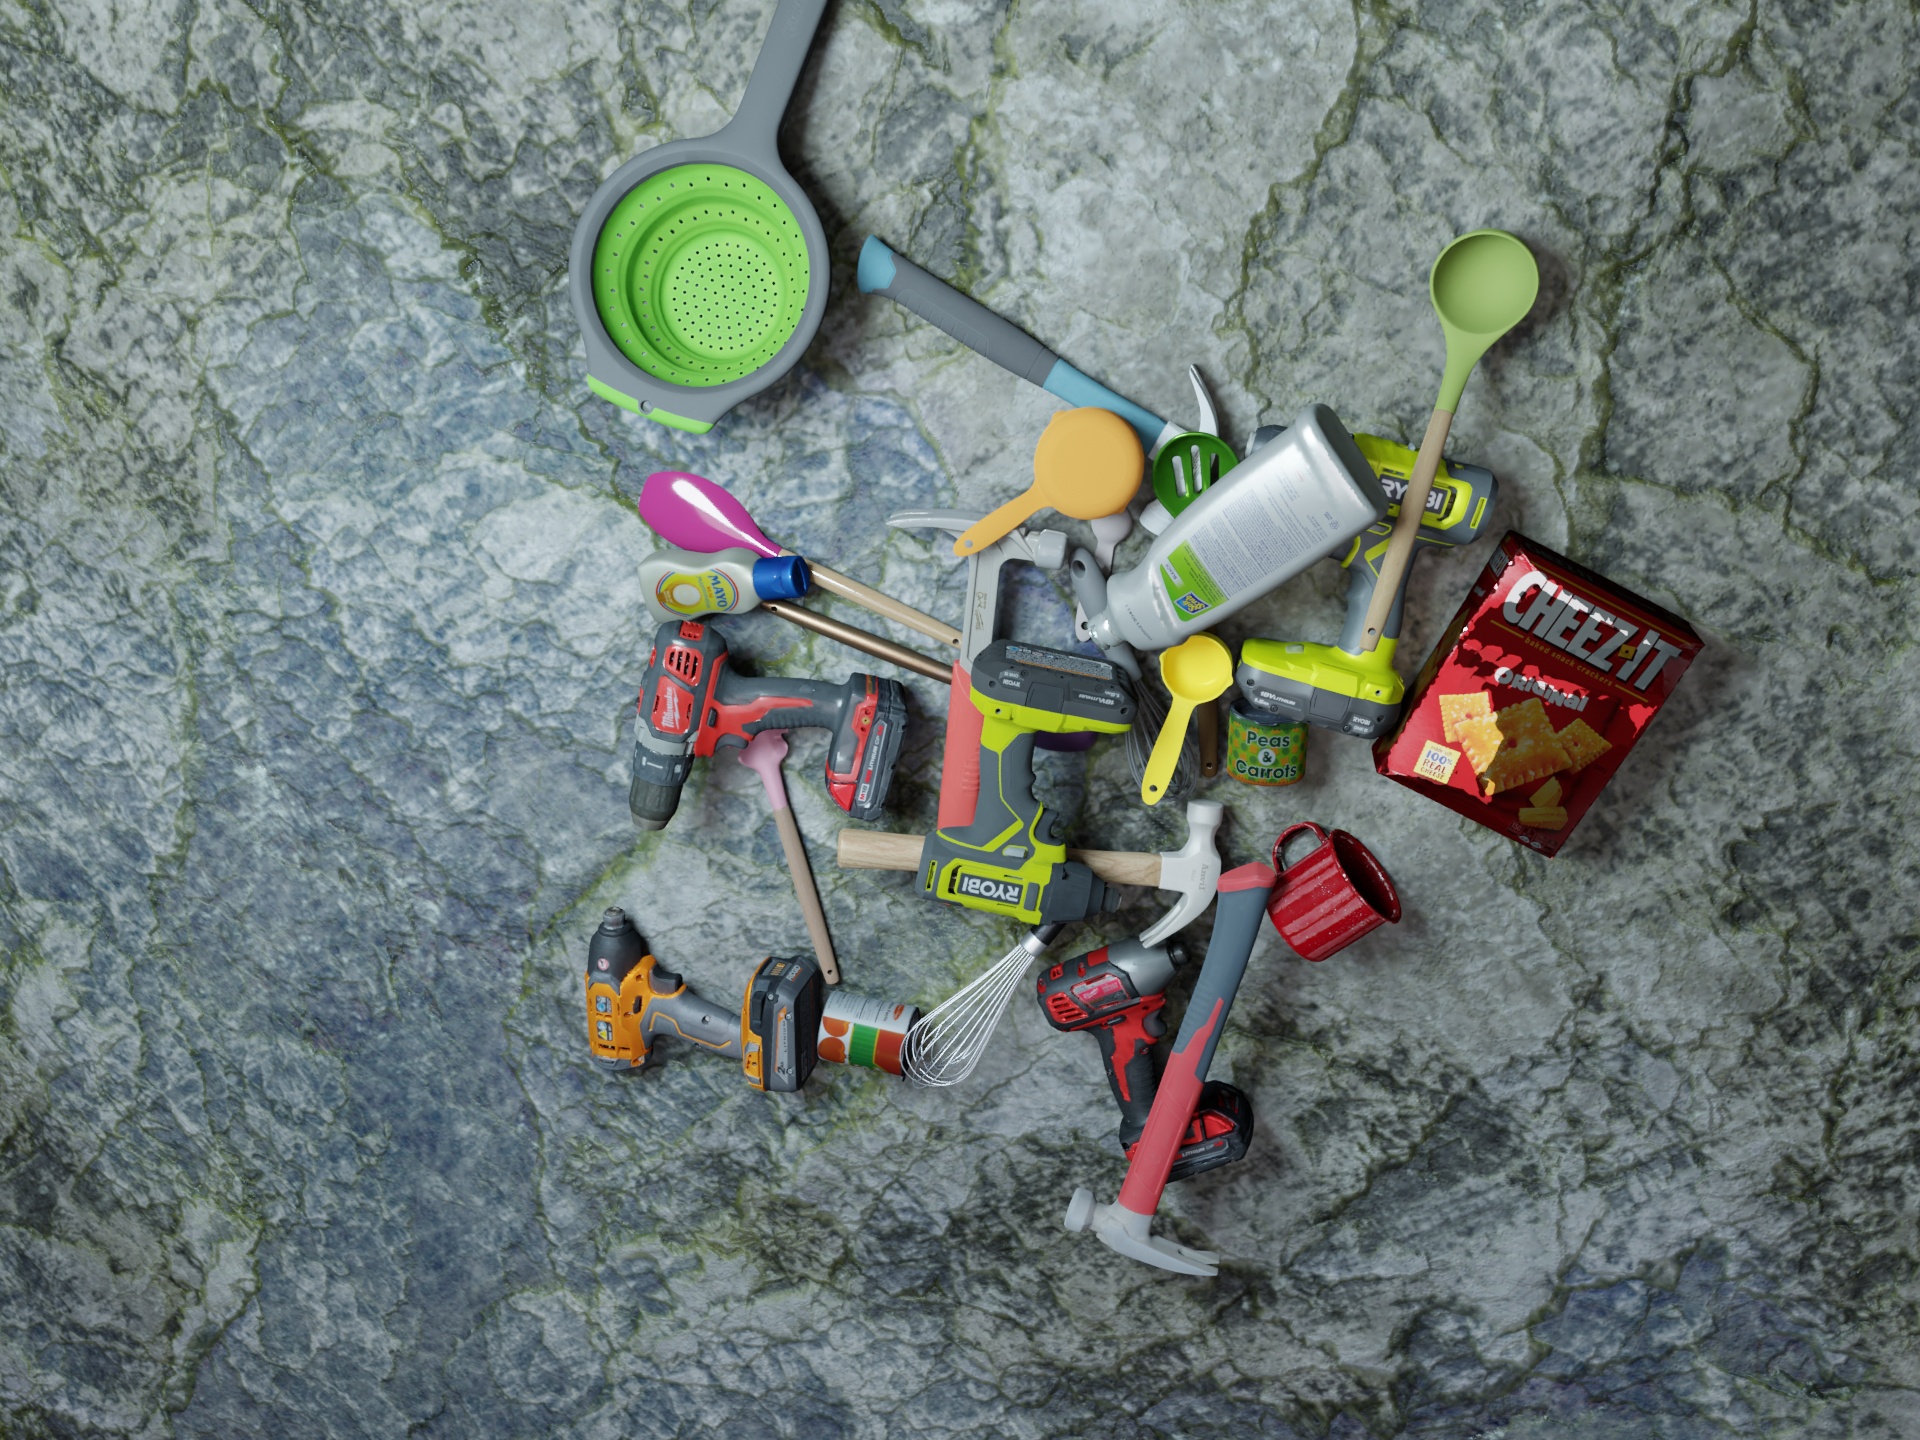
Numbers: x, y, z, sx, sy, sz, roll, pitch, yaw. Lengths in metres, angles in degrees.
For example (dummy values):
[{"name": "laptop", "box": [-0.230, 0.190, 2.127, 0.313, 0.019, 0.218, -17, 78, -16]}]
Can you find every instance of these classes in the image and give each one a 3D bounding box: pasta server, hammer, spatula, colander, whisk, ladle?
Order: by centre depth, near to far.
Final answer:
[{"name": "ladle", "box": [0.349, -0.206, 1.176, 0.078, 0.062, 0.320, 18, 91, 19]}, {"name": "colander", "box": [-0.166, -0.420, 1.252, 0.204, 0.094, 0.397, 23, 95, 3]}, {"name": "hammer", "box": [0.060, -0.284, 1.274, 0.331, 0.033, 0.128, 31, 114, -1]}, {"name": "whisk", "box": [0.140, -0.036, 1.338, 0.055, 0.055, 0.239, -19, 105, 18]}, {"name": "hammer", "box": [-0.002, -0.004, 1.371, 0.149, 0.037, 0.358, 9, 115, 7]}, {"name": "hammer", "box": [0.213, 0.304, 1.379, 0.143, 0.038, 0.386, 19, 108, 7]}, {"name": "hammer", "box": [0.059, 0.125, 1.381, 0.331, 0.031, 0.130, 4, 100, -1]}, {"name": "spatula", "box": [-0.028, -0.045, 1.389, 0.316, 0.018, 0.059, 22, 114, 2]}, {"name": "whisk", "box": [0.046, 0.225, 1.436, 0.070, 0.070, 0.284, 39, 100, -4]}, {"name": "pasta server", "box": [-0.158, 0.106, 1.461, 0.060, 0.040, 0.316, -15, 108, -2]}]

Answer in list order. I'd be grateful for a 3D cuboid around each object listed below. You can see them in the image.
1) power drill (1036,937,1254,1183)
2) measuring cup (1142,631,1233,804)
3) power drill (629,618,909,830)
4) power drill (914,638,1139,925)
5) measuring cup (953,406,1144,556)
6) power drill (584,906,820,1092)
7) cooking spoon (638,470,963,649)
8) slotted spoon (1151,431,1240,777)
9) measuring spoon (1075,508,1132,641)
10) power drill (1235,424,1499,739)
[{"name": "power drill", "box": [0.176, 0.301, 1.445, 0.143, 0.078, 0.219, -25, 100, 19]}, {"name": "measuring cup", "box": [0.180, -0.002, 1.312, 0.062, 0.029, 0.156, 20, 114, 8]}, {"name": "power drill", "box": [-0.172, 0.024, 1.377, 0.226, 0.080, 0.187, 13, 109, -10]}, {"name": "power drill", "box": [0.066, 0.058, 1.311, 0.171, 0.080, 0.223, 11, 108, -1]}, {"name": "measuring cup", "box": [0.066, -0.177, 1.248, 0.173, 0.052, 0.095, -33, 97, 9]}, {"name": "power drill", "box": [-0.253, 0.264, 1.518, 0.226, 0.084, 0.164, 6, 111, 14]}, {"name": "cooking spoon", "box": [-0.134, -0.132, 1.378, 0.319, 0.017, 0.068, 25, 114, 2]}, {"name": "slotted spoon", "box": [0.198, -0.090, 1.301, 0.070, 0.031, 0.313, -1, 119, 11]}, {"name": "measuring spoon", "box": [0.115, -0.121, 1.330, 0.034, 0.018, 0.124, 15, 113, 6]}, {"name": "power drill", "box": [0.297, -0.116, 1.264, 0.190, 0.080, 0.228, 16, 109, 4]}]
